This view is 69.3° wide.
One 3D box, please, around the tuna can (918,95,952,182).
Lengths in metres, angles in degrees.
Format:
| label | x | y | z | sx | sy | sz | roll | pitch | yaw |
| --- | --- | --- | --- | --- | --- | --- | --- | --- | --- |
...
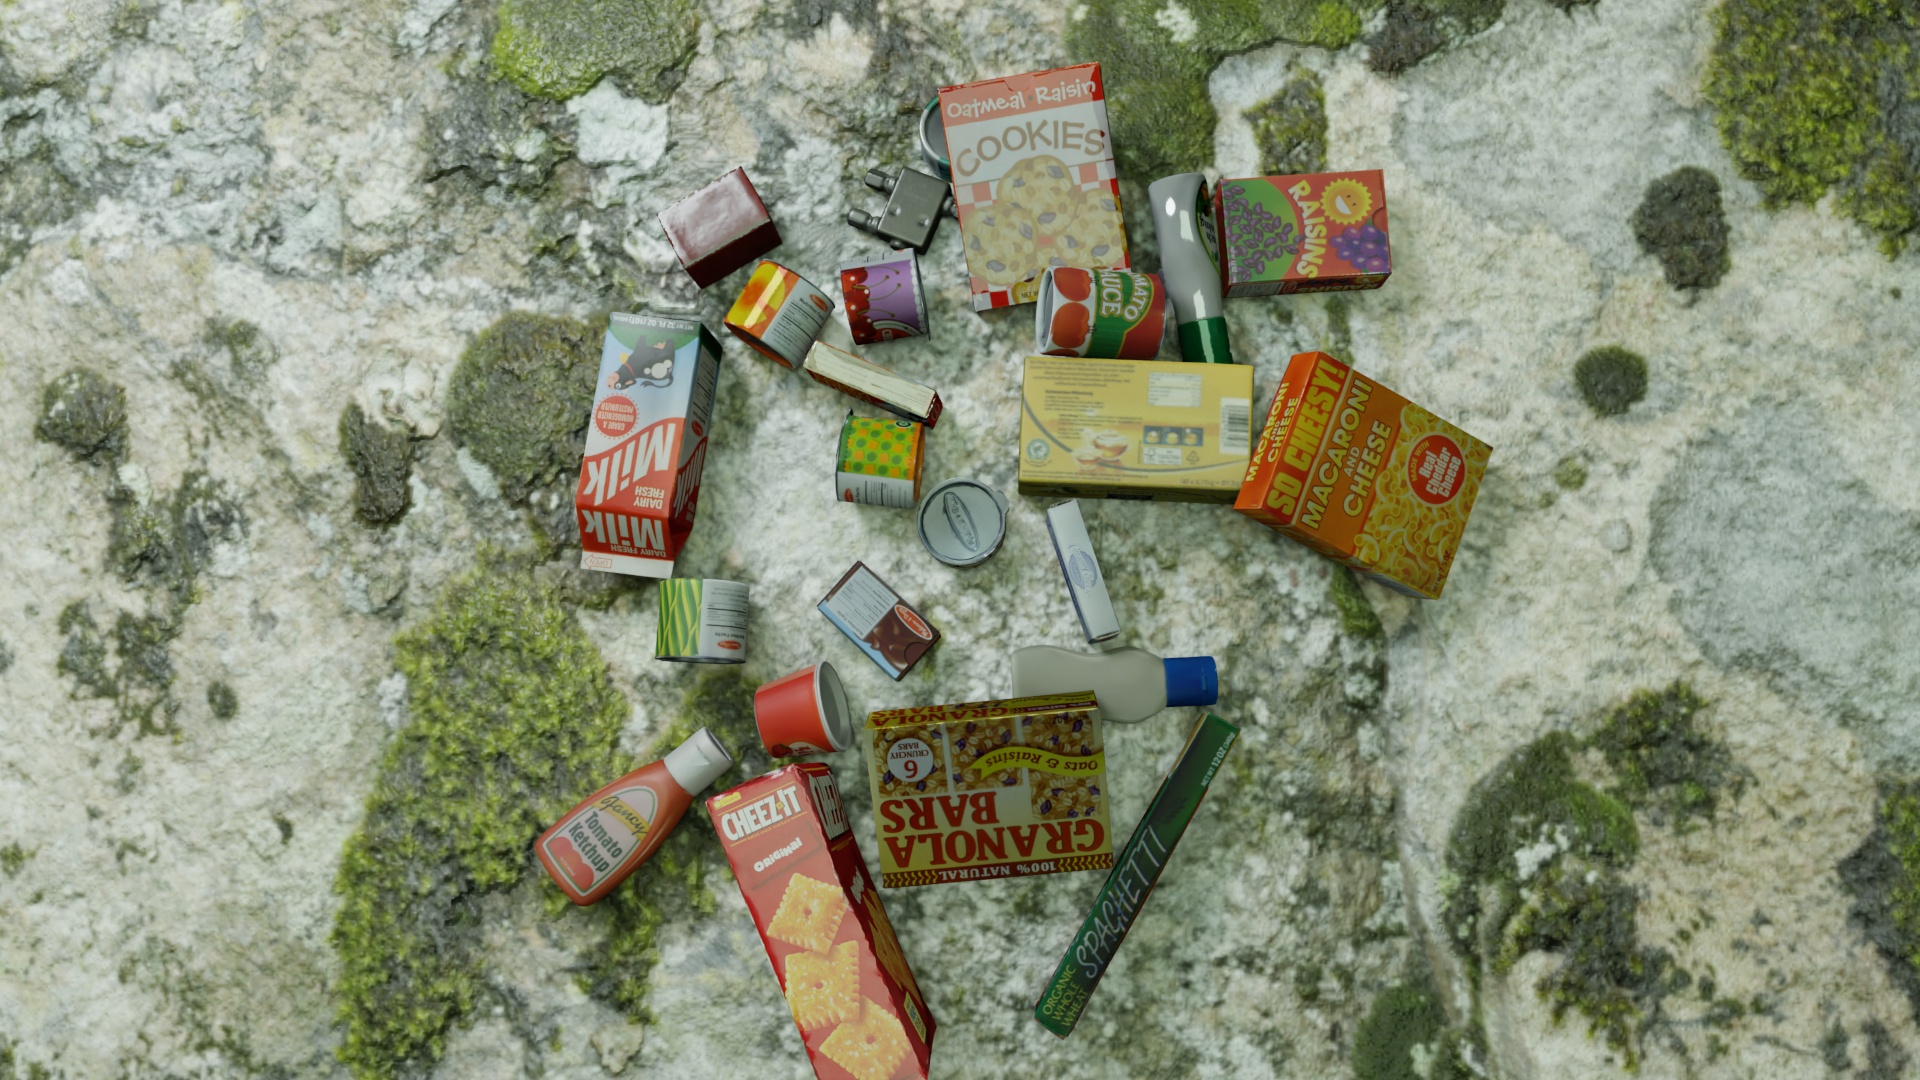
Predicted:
| label | x | y | z | sx | sy | sz | roll | pitch | yaw |
| --- | --- | --- | --- | --- | --- | --- | --- | --- | --- |
| tuna can | 0.003 | -0.319 | 1.092 | 0.071 | 0.033 | 0.071 | 0 | 81 | 3 |

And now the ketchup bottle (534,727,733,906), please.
| label | x | y | z | sx | sy | sz | roll | pitch | yaw |
| --- | --- | --- | --- | --- | --- | --- | --- | --- | --- |
| ketchup bottle | -0.235 | 0.197 | 1.017 | 0.149 | 0.043 | 0.065 | -40 | 81 | -4 |

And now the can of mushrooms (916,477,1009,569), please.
| label | x | y | z | sx | sy | sz | roll | pitch | yaw |
| --- | --- | --- | --- | --- | --- | --- | --- | --- | --- |
| can of mushrooms | 0.004 | -0.013 | 1.043 | 0.071 | 0.033 | 0.071 | -1 | 81 | 3 |

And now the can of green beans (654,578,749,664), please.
| label | x | y | z | sx | sy | sz | roll | pitch | yaw |
| --- | --- | --- | --- | --- | --- | --- | --- | --- | --- |
| can of green beans | -0.190 | 0.060 | 1.025 | 0.071 | 0.071 | 0.058 | 1 | 81 | 3 |

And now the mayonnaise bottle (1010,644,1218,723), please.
| label | x | y | z | sx | sy | sz | roll | pitch | yaw |
| --- | --- | --- | --- | --- | --- | --- | --- | --- | --- |
| mayonnaise bottle | 0.112 | 0.106 | 1.016 | 0.148 | 0.041 | 0.064 | -3 | 88 | 1 |

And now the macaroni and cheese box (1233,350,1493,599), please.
| label | x | y | z | sx | sy | sz | roll | pitch | yaw |
| --- | --- | --- | --- | --- | --- | --- | --- | --- | --- |
| macaroni and cheese box | 0.290 | -0.045 | 0.998 | 0.166 | 0.040 | 0.124 | 25 | 82 | -19 |

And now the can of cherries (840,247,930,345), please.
| label | x | y | z | sx | sy | sz | roll | pitch | yaw |
| --- | --- | --- | --- | --- | --- | --- | --- | --- | --- |
| can of cherries | -0.057 | -0.182 | 1.057 | 0.058 | 0.071 | 0.071 | -10 | 81 | 2 |

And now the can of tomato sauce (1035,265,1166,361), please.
| label | x | y | z | sx | sy | sz | roll | pitch | yaw |
| --- | --- | --- | --- | --- | --- | --- | --- | --- | --- |
| can of tomato sauce | 0.102 | -0.167 | 1.019 | 0.083 | 0.071 | 0.071 | 3 | 81 | -9 |

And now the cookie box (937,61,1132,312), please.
| label | x | y | z | sx | sy | sz | roll | pitch | yaw |
| --- | --- | --- | --- | --- | --- | --- | --- | --- | --- |
| cookie box | 0.057 | -0.266 | 1.053 | 0.123 | 0.040 | 0.167 | -10 | 98 | 1 |

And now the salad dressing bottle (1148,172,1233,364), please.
| label | x | y | z | sx | sy | sz | roll | pitch | yaw |
| --- | --- | --- | --- | --- | --- | --- | --- | --- | --- |
| salad dressing bottle | 0.176 | -0.201 | 1.053 | 0.044 | 0.064 | 0.147 | -10 | 89 | 20 |

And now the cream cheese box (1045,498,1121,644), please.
| label | x | y | z | sx | sy | sz | roll | pitch | yaw |
| --- | --- | --- | --- | --- | --- | --- | --- | --- | --- |
| cream cheese box | 0.089 | 0.024 | 1.023 | 0.024 | 0.053 | 0.104 | -18 | 81 | -2 |

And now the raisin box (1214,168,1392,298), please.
| label | x | y | z | sx | sy | sz | roll | pitch | yaw |
| --- | --- | --- | --- | --- | --- | --- | --- | --- | --- |
| raisin box | 0.261 | -0.235 | 1.062 | 0.123 | 0.040 | 0.086 | -3 | 80 | 2 |

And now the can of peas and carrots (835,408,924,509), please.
| label | x | y | z | sx | sy | sz | roll | pitch | yaw |
| --- | --- | --- | --- | --- | --- | --- | --- | --- | --- |
| can of peas and carrots | -0.059 | -0.061 | 1.038 | 0.059 | 0.071 | 0.071 | 7 | 82 | 3 |

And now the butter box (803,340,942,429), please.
| label | x | y | z | sx | sy | sz | roll | pitch | yaw |
| --- | --- | --- | --- | --- | --- | --- | --- | --- | --- |
| butter box | -0.065 | -0.118 | 1.054 | 0.103 | 0.053 | 0.024 | 23 | 86 | 7 |

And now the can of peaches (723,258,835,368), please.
| label | x | y | z | sx | sy | sz | roll | pitch | yaw |
| --- | --- | --- | --- | --- | --- | --- | --- | --- | --- |
| can of peaches | -0.140 | -0.173 | 1.061 | 0.071 | 0.071 | 0.058 | 30 | 85 | 7 |

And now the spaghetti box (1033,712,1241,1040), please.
| label | x | y | z | sx | sy | sz | roll | pitch | yaw |
| --- | --- | --- | --- | --- | --- | --- | --- | --- | --- |
| spaghetti box | 0.126 | 0.236 | 0.989 | 0.029 | 0.050 | 0.250 | 30 | 84 | 9 |

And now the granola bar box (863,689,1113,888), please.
| label | x | y | z | sx | sy | sz | roll | pitch | yaw |
| --- | --- | --- | --- | --- | --- | --- | --- | --- | --- |
| granola bar box | 0.021 | 0.177 | 0.990 | 0.166 | 0.039 | 0.124 | -6 | 102 | 2 |

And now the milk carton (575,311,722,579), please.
| label | x | y | z | sx | sy | sz | roll | pitch | yaw |
| --- | --- | --- | --- | --- | --- | --- | --- | --- | --- |
| milk carton | -0.236 | -0.068 | 1.044 | 0.072 | 0.073 | 0.190 | 7 | 82 | 4 |

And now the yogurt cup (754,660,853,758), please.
| label | x | y | z | sx | sy | sz | roll | pitch | yaw |
| --- | --- | --- | --- | --- | --- | --- | --- | --- | --- |
| yogurt cup | -0.116 | 0.127 | 1.013 | 0.054 | 0.072 | 0.072 | -15 | 81 | 9 |

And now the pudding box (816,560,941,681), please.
| label | x | y | z | sx | sy | sz | roll | pitch | yaw |
| --- | --- | --- | --- | --- | --- | --- | --- | --- | --- |
| pudding box | -0.061 | 0.061 | 1.037 | 0.084 | 0.030 | 0.050 | 41 | 84 | 8 |
